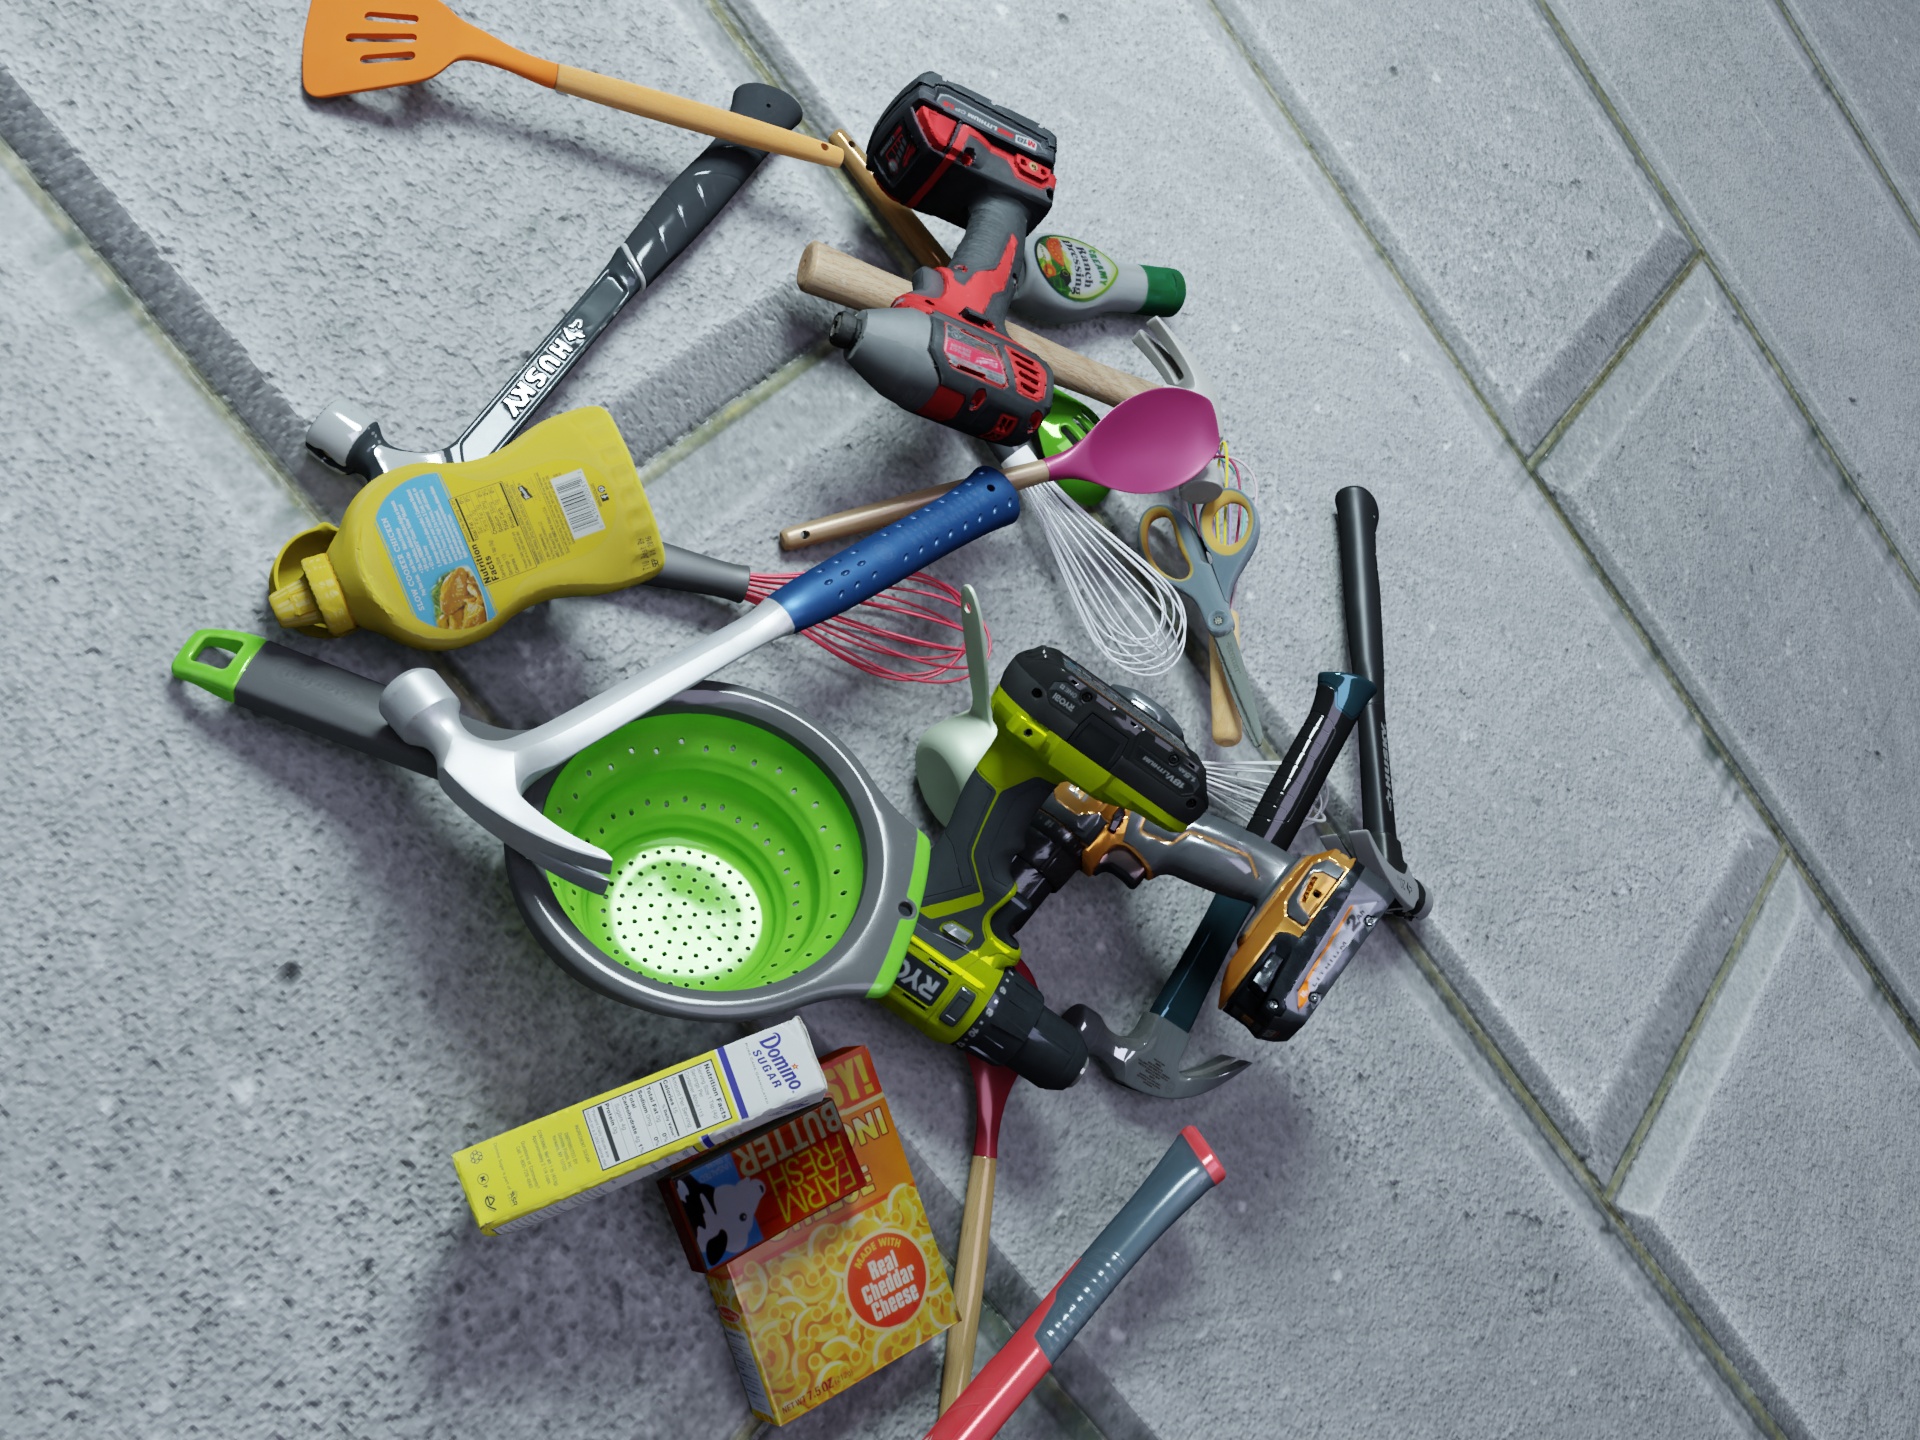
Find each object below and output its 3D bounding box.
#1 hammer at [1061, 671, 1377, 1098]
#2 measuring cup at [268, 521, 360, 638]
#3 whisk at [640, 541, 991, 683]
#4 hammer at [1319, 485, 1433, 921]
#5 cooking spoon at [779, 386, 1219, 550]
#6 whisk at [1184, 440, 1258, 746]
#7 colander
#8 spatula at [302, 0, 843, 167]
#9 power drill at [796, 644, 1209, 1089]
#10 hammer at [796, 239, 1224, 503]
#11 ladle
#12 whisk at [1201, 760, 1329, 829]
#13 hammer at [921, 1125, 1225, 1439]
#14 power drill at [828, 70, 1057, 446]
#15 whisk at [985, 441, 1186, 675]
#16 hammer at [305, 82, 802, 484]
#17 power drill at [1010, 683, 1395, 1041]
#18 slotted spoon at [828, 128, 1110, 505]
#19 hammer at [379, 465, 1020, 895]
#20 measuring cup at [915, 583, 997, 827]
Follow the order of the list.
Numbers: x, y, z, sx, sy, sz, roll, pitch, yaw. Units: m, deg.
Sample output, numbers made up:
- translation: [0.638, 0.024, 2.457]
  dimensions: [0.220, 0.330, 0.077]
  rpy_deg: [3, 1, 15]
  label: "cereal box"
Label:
- translation: [0.193, 0.104, 1.076]
  dimensions: [0.128, 0.033, 0.331]
  rpy_deg: [37, 74, -20]
  label: "hammer"
- translation: [-0.295, -0.074, 0.867]
  dimensions: [0.156, 0.029, 0.062]
  rpy_deg: [-4, 80, -39]
  label: "measuring cup"
- translation: [-0.113, -0.077, 0.963]
  dimensions: [0.295, 0.073, 0.073]
  rpy_deg: [13, 71, -22]
  label: "whisk"
- translation: [0.307, -0.025, 1.202]
  dimensions: [0.146, 0.035, 0.335]
  rpy_deg: [29, 56, -51]
  label: "hammer"
- translation: [0.032, -0.159, 1.046]
  dimensions: [0.319, 0.017, 0.068]
  rpy_deg: [-18, 105, -18]
  label: "cooking spoon"
- translation: [0.188, -0.097, 1.147]
  dimensions: [0.051, 0.047, 0.245]
  rpy_deg: [15, 63, -24]
  label: "whisk"
- translation: [-0.219, 0.055, 0.848]
  dimensions: [0.397, 0.094, 0.205]
  rpy_deg: [22, 50, -6]
  label: "colander"
- translation: [-0.225, -0.380, 0.968]
  dimensions: [0.322, 0.041, 0.081]
  rpy_deg: [7, 70, -27]
  label: "spatula"
- translation: [0.040, 0.091, 0.924]
  dimensions: [0.190, 0.080, 0.228]
  rpy_deg: [35, 100, -6]
  label: "power drill"
- translation: [0.043, -0.253, 1.083]
  dimensions: [0.331, 0.031, 0.130]
  rpy_deg: [15, 60, -27]
  label: "hammer"
- translation: [0.010, 0.289, 0.958]
  dimensions: [0.069, 0.031, 0.316]
  rpy_deg: [17, 70, -27]
  label: "ladle"
- translation: [0.157, 0.035, 1.109]
  dimensions: [0.246, 0.059, 0.058]
  rpy_deg: [16, 25, -24]
  label: "whisk"
- translation: [0.023, 0.362, 0.893]
  dimensions: [0.386, 0.143, 0.038]
  rpy_deg: [-36, 97, -39]
  label: "hammer"
- translation: [-0.009, -0.287, 1.000]
  dimensions: [0.143, 0.078, 0.220]
  rpy_deg: [16, 63, -26]
  label: "power drill"
- translation: [0.059, -0.149, 1.091]
  dimensions: [0.070, 0.070, 0.284]
  rpy_deg: [-39, 93, -33]
  label: "whisk"
- translation: [-0.204, -0.258, 0.958]
  dimensions: [0.149, 0.036, 0.409]
  rpy_deg: [35, 59, -9]
  label: "hammer"
- translation: [0.130, 0.108, 0.998]
  dimensions: [0.226, 0.084, 0.185]
  rpy_deg: [36, 75, 14]
  label: "power drill"
- translation: [0.012, -0.283, 1.113]
  dimensions: [0.313, 0.031, 0.070]
  rpy_deg: [50, 52, -9]
  label: "slotted spoon"
- translation: [-0.105, -0.049, 0.887]
  dimensions: [0.144, 0.035, 0.405]
  rpy_deg: [45, 51, 14]
  label: "hammer"
- translation: [-0.002, -0.003, 0.967]
  dimensions: [0.038, 0.083, 0.167]
  rpy_deg: [-23, 125, -26]
  label: "measuring cup"
